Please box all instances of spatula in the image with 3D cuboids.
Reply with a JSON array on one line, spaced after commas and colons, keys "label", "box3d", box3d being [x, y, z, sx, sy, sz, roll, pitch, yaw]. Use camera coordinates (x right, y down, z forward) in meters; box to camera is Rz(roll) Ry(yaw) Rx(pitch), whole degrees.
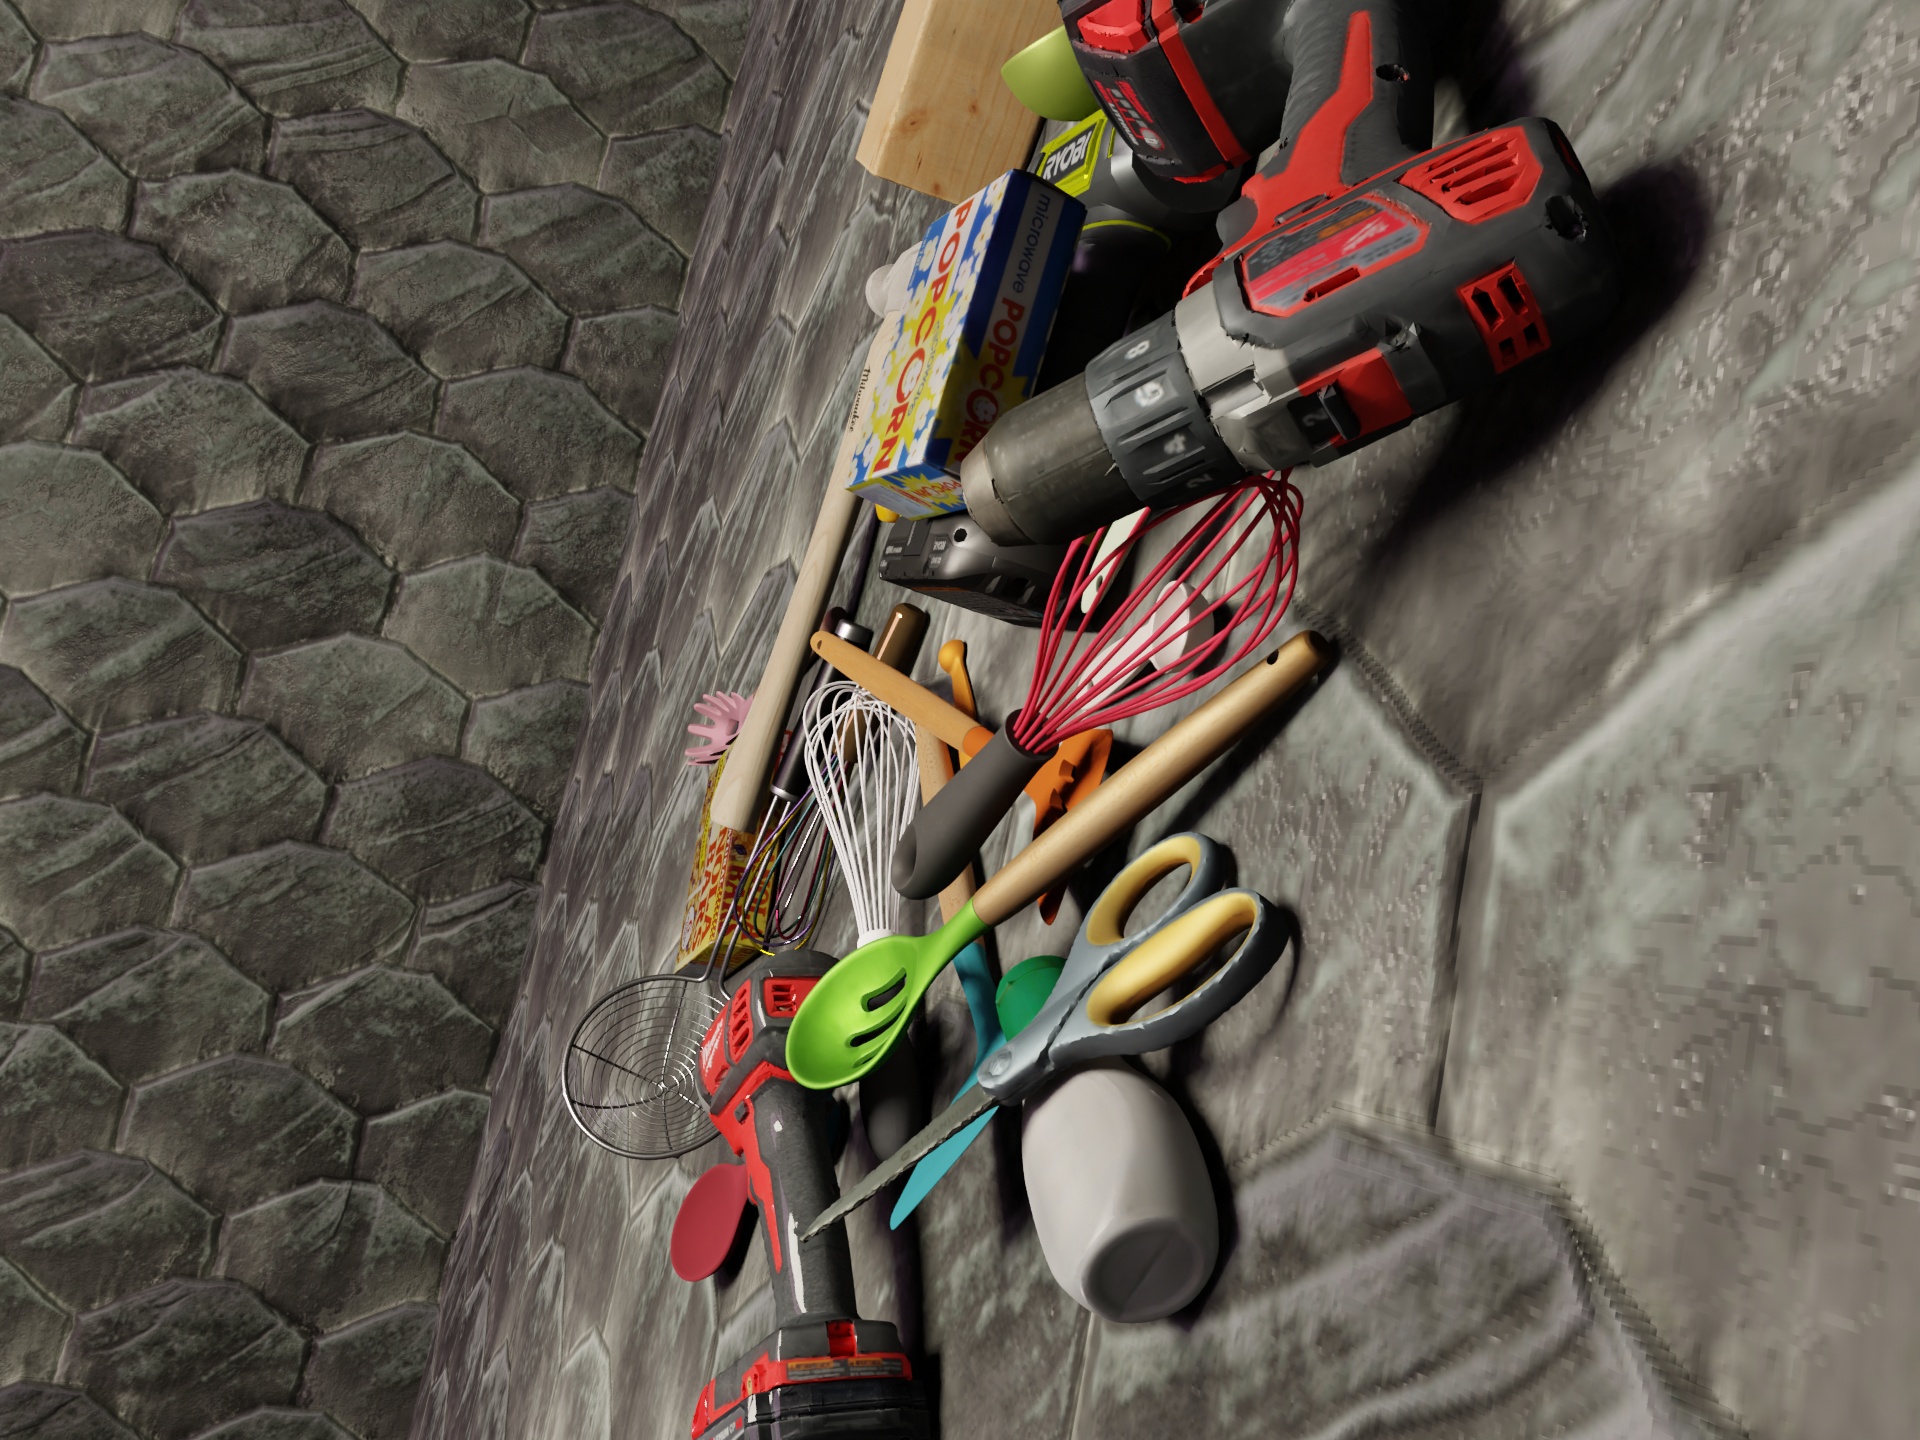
[{"label": "spatula", "box3d": [-0.011, 0.001, 0.747, 0.323, 0.041, 0.081, 32, 107, 57]}, {"label": "spatula", "box3d": [-0.008, 0.083, 0.722, 0.082, 0.044, 0.318, -55, 26, 27]}]

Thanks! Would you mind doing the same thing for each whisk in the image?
[{"label": "whisk", "box3d": [-0.043, 0.091, 0.811, 0.070, 0.070, 0.285, 125, 148, -45]}, {"label": "whisk", "box3d": [0.035, -0.004, 0.586, 0.295, 0.073, 0.073, 128, 150, -49]}, {"label": "whisk", "box3d": [-0.074, 0.041, 0.964, 0.047, 0.051, 0.245, 45, 116, 45]}]

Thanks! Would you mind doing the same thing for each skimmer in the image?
[{"label": "skimmer", "box3d": [-0.144, 0.104, 1.025, 0.363, 0.127, 0.090, -67, -13, 5]}]

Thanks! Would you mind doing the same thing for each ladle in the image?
[{"label": "ladle", "box3d": [-0.104, 0.233, 0.916, 0.315, 0.031, 0.069, -58, 30, 38]}, {"label": "ladle", "box3d": [0.107, -0.418, 0.711, 0.320, 0.062, 0.078, -66, 14, 3]}]

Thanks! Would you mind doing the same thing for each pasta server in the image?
[{"label": "pasta server", "box3d": [-0.154, -0.027, 1.234, 0.316, 0.040, 0.060, 143, 135, -60]}]

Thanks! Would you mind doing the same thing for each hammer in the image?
[{"label": "hammer", "box3d": [-0.086, -0.121, 1.071, 0.146, 0.038, 0.410, 18, 90, 70]}]

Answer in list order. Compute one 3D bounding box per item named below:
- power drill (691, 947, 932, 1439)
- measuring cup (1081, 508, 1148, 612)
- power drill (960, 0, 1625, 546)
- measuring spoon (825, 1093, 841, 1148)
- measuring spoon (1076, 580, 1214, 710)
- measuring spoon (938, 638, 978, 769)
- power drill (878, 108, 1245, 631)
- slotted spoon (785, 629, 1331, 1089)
[{"label": "power drill", "box3d": [-0.082, 0.229, 0.722, 0.143, 0.078, 0.220, 126, 142, -48]}, {"label": "measuring cup", "box3d": [0.093, -0.097, 0.583, 0.083, 0.038, 0.167, -95, 25, -44]}, {"label": "power drill", "box3d": [0.082, -0.160, 0.493, 0.188, 0.080, 0.227, -23, 47, 24]}, {"label": "measuring spoon", "box3d": [-0.080, 0.258, 0.854, 0.042, 0.021, 0.128, 10, 95, 62]}, {"label": "measuring spoon", "box3d": [0.072, -0.024, 0.629, 0.124, 0.018, 0.034, 139, 135, -70]}, {"label": "measuring spoon", "box3d": [-0.001, -0.003, 0.818, 0.117, 0.011, 0.021, -98, 29, -48]}, {"label": "power drill", "box3d": [0.038, -0.162, 0.729, 0.191, 0.080, 0.228, 14, 87, 70]}, {"label": "slotted spoon", "box3d": [0.025, 0.061, 0.600, 0.313, 0.031, 0.070, -44, 27, 38]}]
